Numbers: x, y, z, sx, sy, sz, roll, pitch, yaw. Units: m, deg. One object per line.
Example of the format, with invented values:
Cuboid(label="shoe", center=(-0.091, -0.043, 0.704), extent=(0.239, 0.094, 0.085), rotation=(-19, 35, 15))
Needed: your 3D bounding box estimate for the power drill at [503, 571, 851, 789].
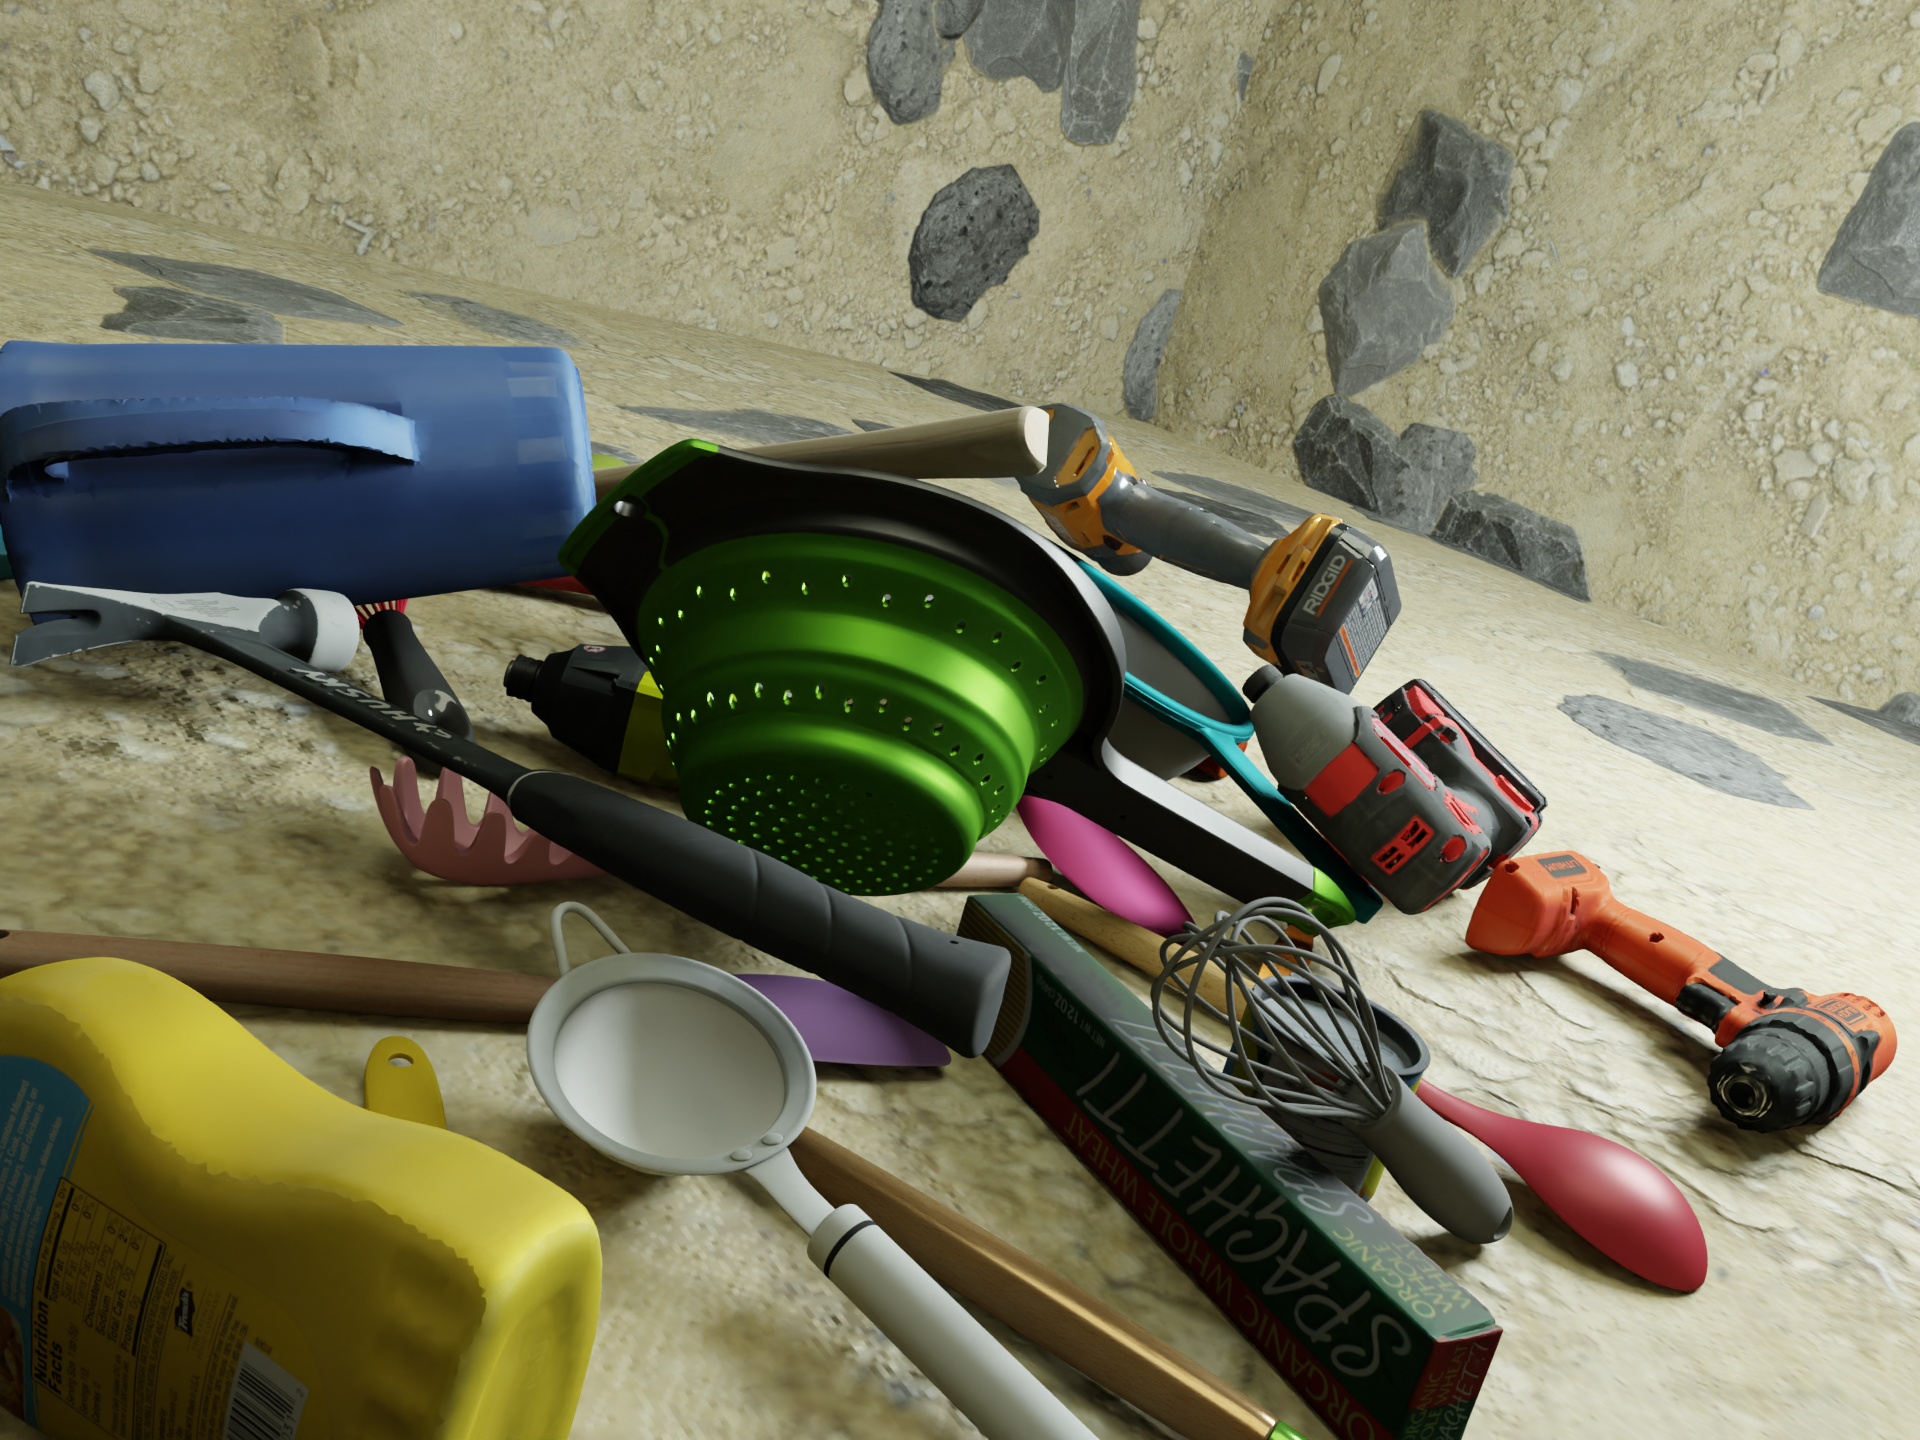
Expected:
Cuboid(label="power drill", center=(-0.125, -0.027, 0.825), extent=(0.171, 0.080, 0.223), rotation=(16, 20, -3))

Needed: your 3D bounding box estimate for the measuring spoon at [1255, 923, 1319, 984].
Cuboid(label="measuring spoon", center=(0.154, 0.115, 0.748), extent=(0.021, 0.011, 0.117), rotation=(22, 21, 14))

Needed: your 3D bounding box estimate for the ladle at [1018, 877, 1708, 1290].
Cuboid(label="ladle", center=(0.151, 0.134, 0.655), extent=(0.316, 0.031, 0.069), rotation=(25, 18, 32))

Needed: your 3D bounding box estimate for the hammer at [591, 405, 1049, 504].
Cuboid(label="hammer", center=(-0.143, -0.144, 0.915), extent=(0.411, 0.038, 0.146), rotation=(-2, -10, 29))

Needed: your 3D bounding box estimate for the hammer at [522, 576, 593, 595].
Cuboid(label="hammer", center=(-0.136, -0.073, 1.027), extent=(0.359, 0.036, 0.149), rotation=(12, 17, -15))

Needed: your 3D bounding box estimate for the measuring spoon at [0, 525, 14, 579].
Cuboid(label="measuring spoon", center=(-0.473, -0.064, 0.726), extent=(0.042, 0.021, 0.129), rotation=(21, 26, 12))

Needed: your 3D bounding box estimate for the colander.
Cuboid(label="colander", center=(0.020, 0.039, 0.641), extent=(0.396, 0.204, 0.095), rotation=(29, 54, -28))

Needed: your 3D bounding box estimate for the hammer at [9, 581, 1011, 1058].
Cuboid(label="hammer", center=(-0.157, 0.019, 0.546), extent=(0.409, 0.036, 0.149), rotation=(21, 10, 29))

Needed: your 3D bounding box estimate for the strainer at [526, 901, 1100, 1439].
Cuboid(label="strainer", center=(-0.039, 0.139, 0.435), extent=(0.259, 0.050, 0.087), rotation=(34, 31, 32))

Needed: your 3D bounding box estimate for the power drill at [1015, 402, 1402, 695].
Cuboid(label="power drill", center=(0.146, -0.096, 0.956), extent=(0.226, 0.084, 0.185), rotation=(31, -3, 24))

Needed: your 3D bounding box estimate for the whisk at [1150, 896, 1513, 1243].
Cuboid(label="whisk", center=(0.125, 0.119, 0.488), extent=(0.238, 0.055, 0.055), rotation=(44, -5, -41))

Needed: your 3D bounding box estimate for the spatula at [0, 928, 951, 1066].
Cuboid(label="spatula", center=(-0.151, 0.090, 0.522), extent=(0.315, 0.018, 0.060), rotation=(10, 17, -25))

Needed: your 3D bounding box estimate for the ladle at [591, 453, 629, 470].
Cuboid(label="ladle", center=(-0.335, -0.138, 1.060), extent=(0.078, 0.062, 0.320), rotation=(20, 23, 33))

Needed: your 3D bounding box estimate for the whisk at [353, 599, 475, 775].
Cuboid(label="whisk", center=(-0.289, -0.053, 0.792), extent=(0.073, 0.073, 0.296), rotation=(5, 26, -35))

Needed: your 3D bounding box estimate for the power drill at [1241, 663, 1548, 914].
Cuboid(label="power drill", center=(0.230, 0.031, 0.851), extent=(0.143, 0.078, 0.219), rotation=(49, 20, 21))

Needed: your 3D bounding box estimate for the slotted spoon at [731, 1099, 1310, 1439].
Cuboid(label="slotted spoon", center=(0.059, 0.178, 0.424), extent=(0.314, 0.031, 0.070), rotation=(23, 18, 28))

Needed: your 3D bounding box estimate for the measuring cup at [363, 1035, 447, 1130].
Cuboid(label="measuring cup", center=(-0.139, 0.119, 0.417), extent=(0.062, 0.029, 0.157), rotation=(7, 21, -28))

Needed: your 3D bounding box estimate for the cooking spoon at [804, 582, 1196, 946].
Cuboid(label="cooking spoon", center=(-0.001, -0.003, 0.794), extent=(0.319, 0.017, 0.068), rotation=(44, 25, 18))

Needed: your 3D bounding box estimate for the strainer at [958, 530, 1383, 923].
Cuboid(label="strainer", center=(0.094, 0.015, 0.890), extent=(0.210, 0.095, 0.341), rotation=(16, 28, -49))

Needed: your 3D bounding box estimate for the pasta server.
Cuboid(label="pasta server", center=(-0.087, 0.052, 0.669), extent=(0.316, 0.040, 0.060), rotation=(6, 12, -34))
